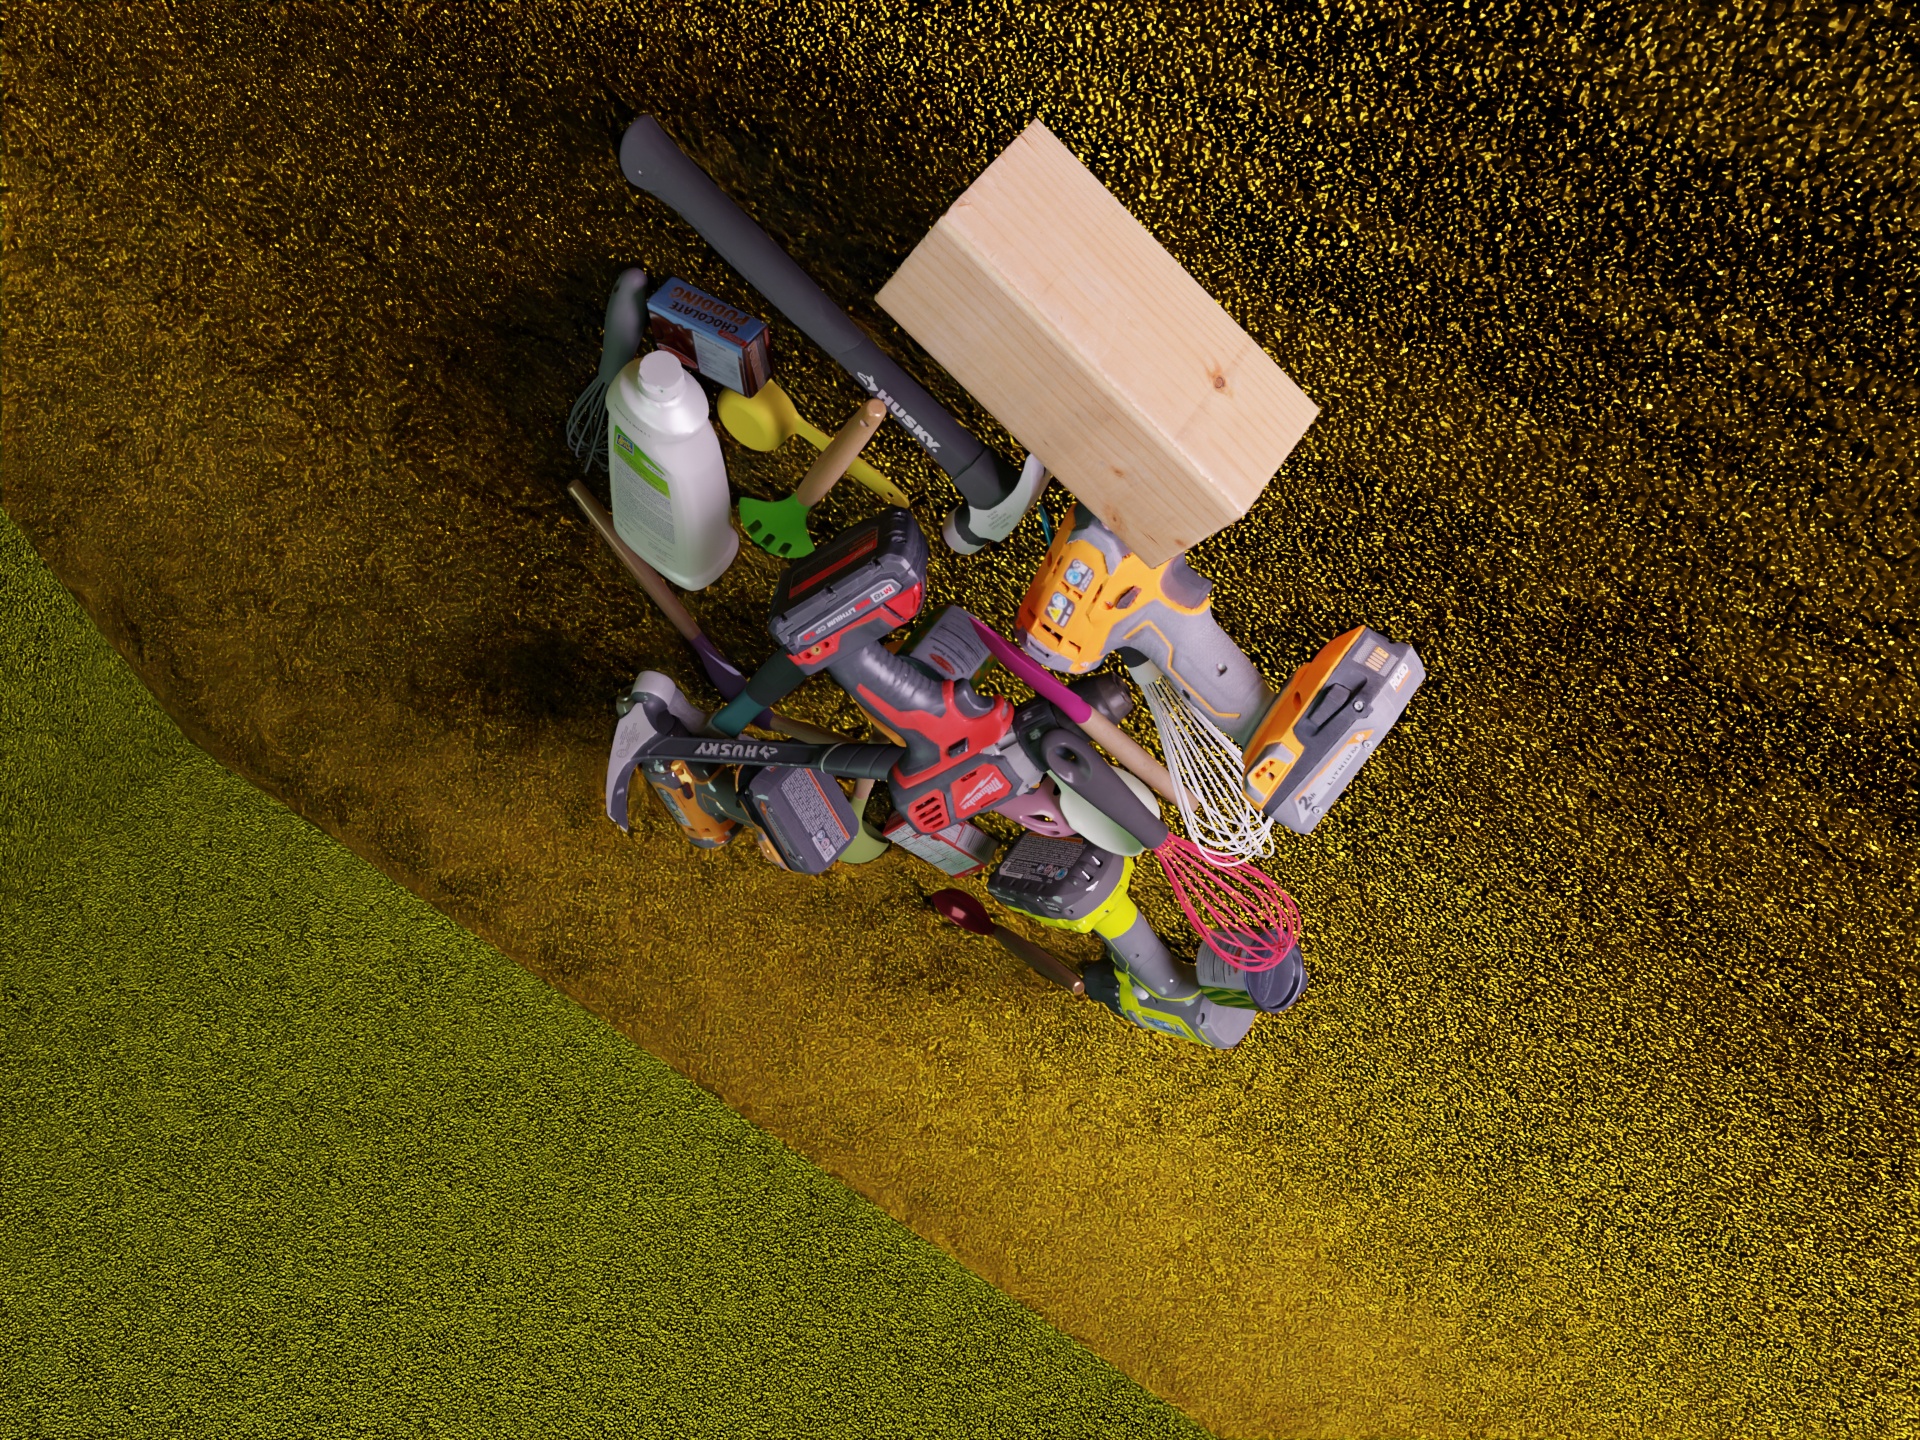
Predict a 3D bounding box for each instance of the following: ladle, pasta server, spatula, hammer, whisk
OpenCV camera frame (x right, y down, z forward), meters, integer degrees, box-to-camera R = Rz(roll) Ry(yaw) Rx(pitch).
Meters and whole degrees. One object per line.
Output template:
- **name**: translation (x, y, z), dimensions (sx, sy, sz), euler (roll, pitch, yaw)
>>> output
- **ladle**: translation (-0.081, 0.045, 1.460), dimensions (0.078, 0.062, 0.320), euler (30, 146, 5)
- **pasta server**: translation (-0.029, 0.039, 1.347), dimensions (0.316, 0.040, 0.060), euler (18, 146, 28)
- **spatula**: translation (-0.262, -0.097, 1.467), dimensions (0.060, 0.018, 0.315), euler (4, 140, 44)
- **hammer**: translation (-0.076, -0.242, 0.982), dimensions (0.334, 0.035, 0.146), euler (43, 154, -10)
- **whisk**: translation (0.154, 0.094, 1.159), dimensions (0.295, 0.073, 0.073), euler (41, 155, -29)
- **hammer**: translation (-0.178, -0.029, 1.437), dimensions (0.128, 0.033, 0.331), euler (37, 151, -11)
- **ladle**: translation (0.045, 0.203, 1.468), dimensions (0.069, 0.031, 0.315), euler (44, 171, -19)
- **whisk**: translation (0.140, -0.012, 1.068), dimensions (0.070, 0.070, 0.284), euler (1, 132, 51)
- **hammer**: translation (-0.126, 0.034, 1.345), dimensions (0.409, 0.149, 0.036), euler (3, 151, 25)
- **whisk**: translation (-0.258, -0.255, 1.177), dimensions (0.055, 0.055, 0.239), euler (38, 150, -1)

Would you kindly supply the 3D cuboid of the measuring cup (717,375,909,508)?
- **measuring cup**: translation (-0.105, -0.187, 1.111), dimensions (0.156, 0.029, 0.062), euler (36, 154, 7)

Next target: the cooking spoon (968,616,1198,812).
- **cooking spoon**: translation (0.093, 0.005, 1.066), dimensions (0.069, 0.017, 0.318), euler (41, -176, 39)

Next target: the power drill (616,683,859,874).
- **power drill**: translation (-0.219, 0.050, 1.485), dimensions (0.226, 0.084, 0.185), euler (8, 136, 45)

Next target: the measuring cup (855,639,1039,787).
- **measuring cup**: translation (-0.002, -0.004, 1.257), dimensions (0.174, 0.052, 0.095), euler (27, 152, 16)

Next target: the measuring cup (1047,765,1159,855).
- **measuring cup**: translation (0.089, 0.035, 1.223), dimensions (0.167, 0.038, 0.083), euler (48, 152, -15)

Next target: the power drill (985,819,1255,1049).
- **power drill**: translation (0.128, 0.190, 1.381), dimensions (0.228, 0.080, 0.191), euler (48, 157, -25)

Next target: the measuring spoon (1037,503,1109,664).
- **measuring spoon**: translation (0.078, -0.091, 1.053), dimensions (0.042, 0.021, 0.128), euler (-104, -7, -56)

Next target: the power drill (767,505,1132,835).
- **power drill**: translation (-0.006, -0.036, 1.104), dimensions (0.188, 0.080, 0.226), euler (-28, 119, 16)

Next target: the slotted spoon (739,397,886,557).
- **slotted spoon**: translation (-0.103, -0.164, 1.102), dimensions (0.070, 0.031, 0.314), euler (36, 161, -11)

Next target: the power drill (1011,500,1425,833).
- **power drill**: translation (0.151, -0.055, 0.935), dimensions (0.226, 0.084, 0.164), euler (36, 133, 11)
